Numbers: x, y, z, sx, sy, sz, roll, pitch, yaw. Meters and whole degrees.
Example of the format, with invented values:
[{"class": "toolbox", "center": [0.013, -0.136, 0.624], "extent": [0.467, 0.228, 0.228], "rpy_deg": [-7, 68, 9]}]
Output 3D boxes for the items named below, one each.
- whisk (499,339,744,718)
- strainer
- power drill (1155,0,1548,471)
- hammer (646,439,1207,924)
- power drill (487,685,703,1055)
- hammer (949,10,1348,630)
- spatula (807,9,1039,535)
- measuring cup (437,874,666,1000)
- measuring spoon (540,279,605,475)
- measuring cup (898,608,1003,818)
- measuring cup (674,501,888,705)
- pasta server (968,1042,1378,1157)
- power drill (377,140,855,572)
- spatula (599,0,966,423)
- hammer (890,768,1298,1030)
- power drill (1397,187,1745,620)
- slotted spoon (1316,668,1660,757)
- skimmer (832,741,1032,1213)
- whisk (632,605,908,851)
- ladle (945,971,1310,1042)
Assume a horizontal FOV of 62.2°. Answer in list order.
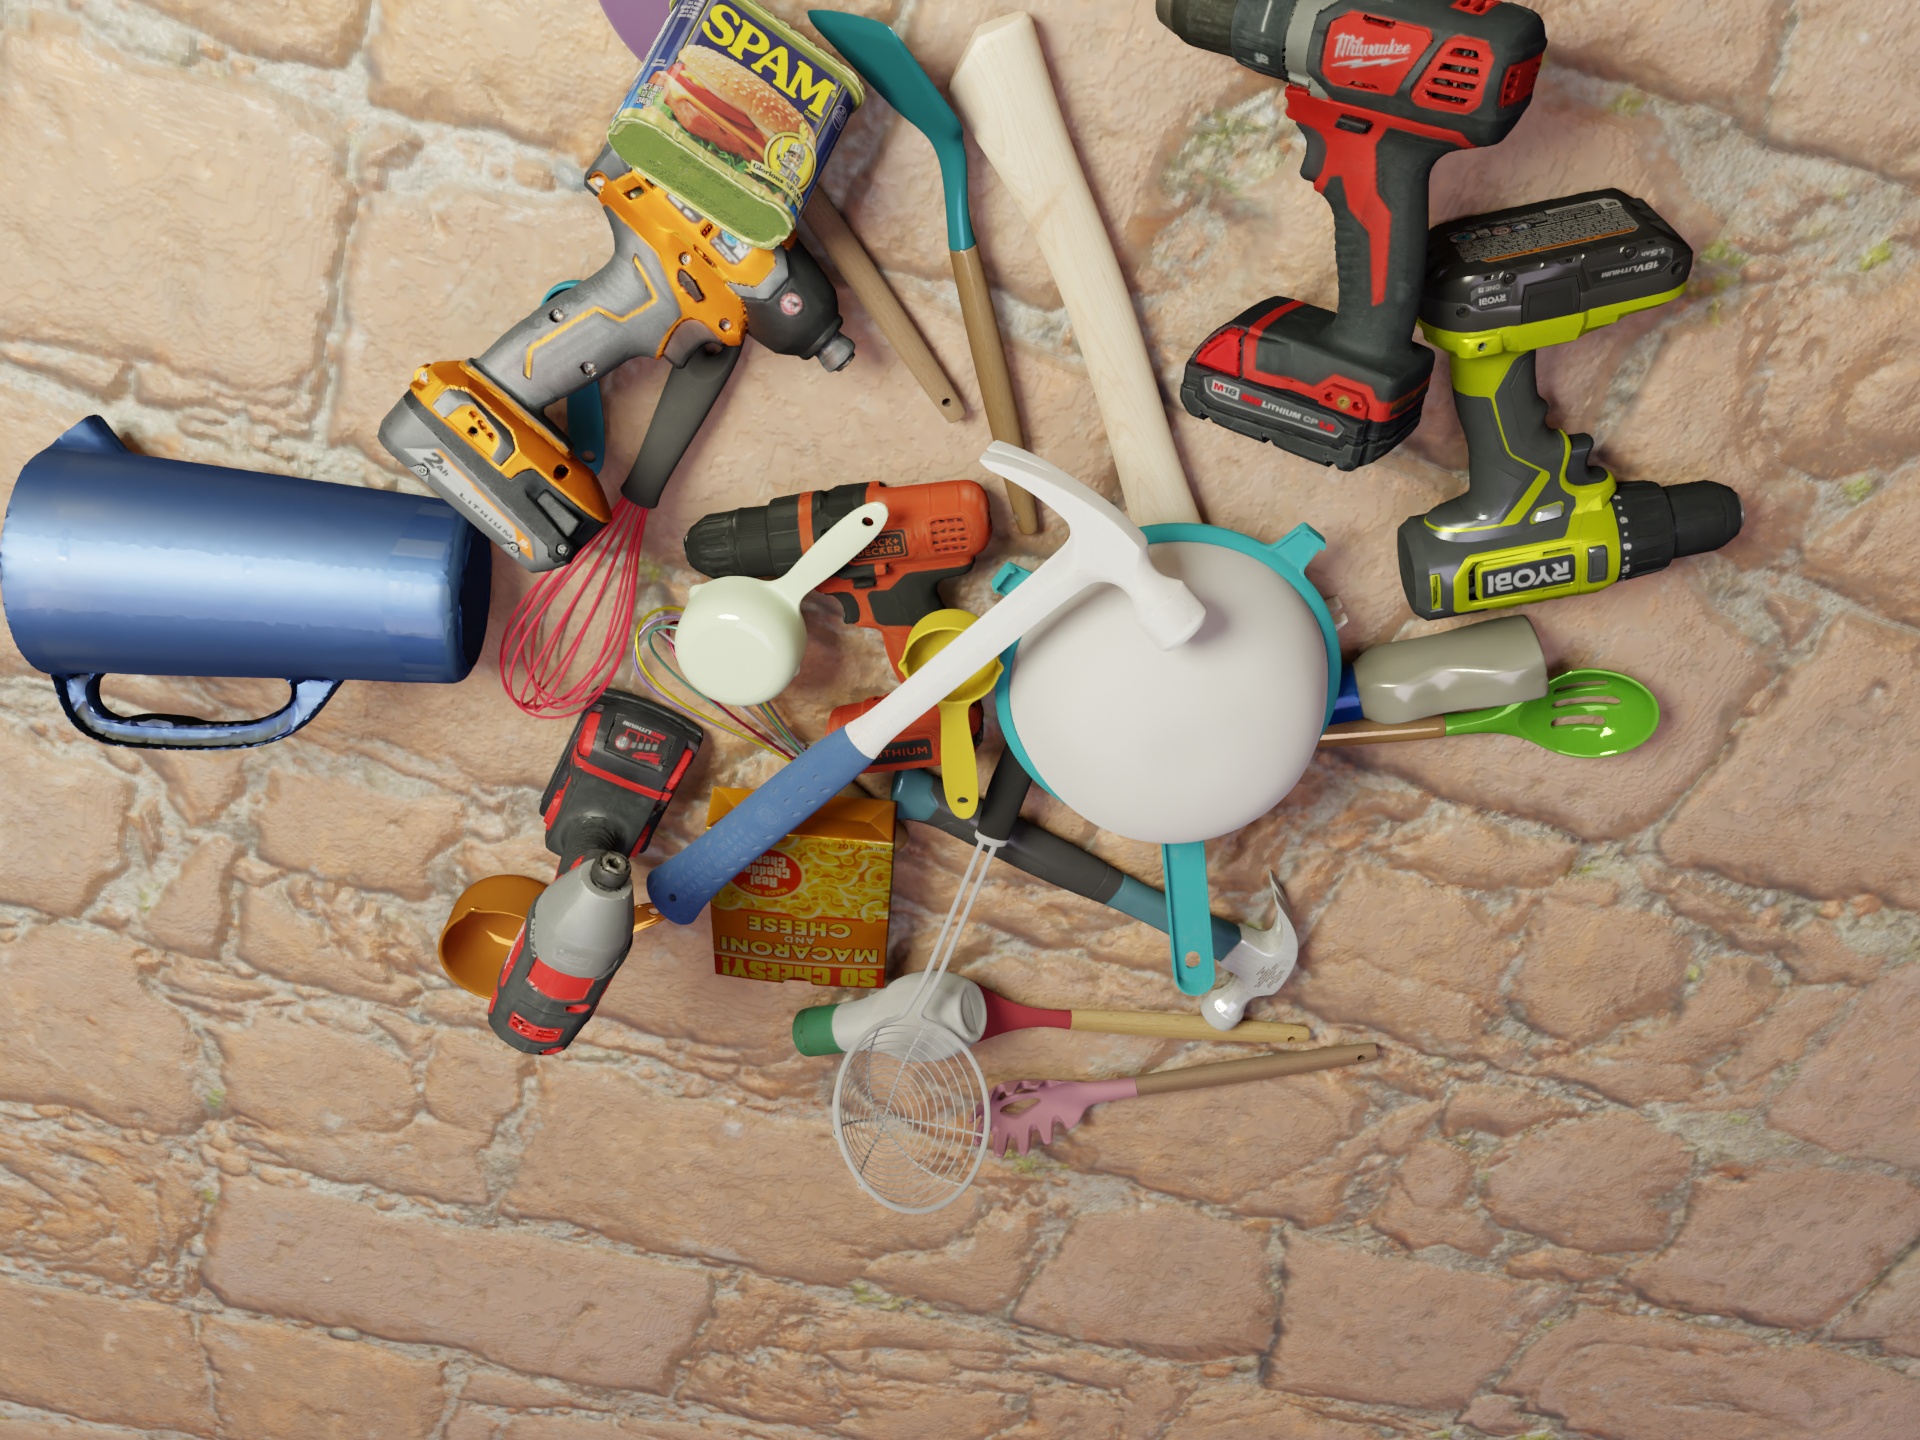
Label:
[{"class": "whisk", "center": [-0.199, -0.116, 0.940], "extent": [0.073, 0.073, 0.295], "rpy_deg": [25, 115, -16]}, {"class": "strainer", "center": [0.136, 0.053, 0.968], "extent": [0.211, 0.095, 0.340], "rpy_deg": [-7, 119, 4]}, {"class": "power drill", "center": [0.171, -0.259, 0.793], "extent": [0.188, 0.080, 0.226], "rpy_deg": [27, 132, 26]}, {"class": "hammer", "center": [-0.055, 0.002, 0.927], "extent": [0.405, 0.035, 0.144], "rpy_deg": [-38, 99, 30]}, {"class": "power drill", "center": [-0.223, 0.083, 0.976], "extent": [0.078, 0.220, 0.143], "rpy_deg": [23, 122, -15]}, {"class": "hammer", "center": [0.101, -0.191, 0.896], "extent": [0.146, 0.038, 0.410], "rpy_deg": [-18, 123, 11]}, {"class": "spatula", "center": [-0.003, -0.230, 0.863], "extent": [0.044, 0.082, 0.317], "rpy_deg": [-33, 130, -19]}, {"class": "measuring cup", "center": [-0.280, 0.140, 1.120], "extent": [0.173, 0.052, 0.095], "rpy_deg": [-16, 123, 9]}, {"class": "measuring spoon", "center": [-0.215, -0.196, 0.910], "extent": [0.042, 0.021, 0.128], "rpy_deg": [2, 134, -6]}, {"class": "measuring cup", "center": [-0.002, -0.003, 0.969], "extent": [0.062, 0.029, 0.156], "rpy_deg": [1, 132, 6]}, {"class": "measuring cup", "center": [-0.101, -0.067, 0.915], "extent": [0.083, 0.038, 0.167], "rpy_deg": [41, 123, -18]}, {"class": "pasta server", "center": [0.163, 0.282, 1.224], "extent": [0.316, 0.040, 0.060], "rpy_deg": [-10, 113, 6]}, {"class": "power drill", "center": [-0.174, -0.187, 0.839], "extent": [0.164, 0.084, 0.226], "rpy_deg": [42, 95, -19]}, {"class": "spatula", "center": [-0.088, -0.284, 0.843], "extent": [0.060, 0.018, 0.315], "rpy_deg": [-31, 118, 14]}, {"class": "hammer", "center": [0.094, 0.112, 1.109], "extent": [0.330, 0.033, 0.128], "rpy_deg": [27, 122, -17]}, {"class": "power drill", "center": [0.341, -0.168, 0.888], "extent": [0.190, 0.080, 0.228], "rpy_deg": [-10, 127, 8]}, {"class": "slotted spoon", "center": [0.288, 0.003, 1.036], "extent": [0.314, 0.031, 0.070], "rpy_deg": [-4, 125, 6]}, {"class": "skimmer", "center": [0.013, 0.143, 1.034], "extent": [0.127, 0.090, 0.363], "rpy_deg": [12, 106, -35]}, {"class": "whisk", "center": [-0.116, 0.009, 1.037], "extent": [0.051, 0.047, 0.244], "rpy_deg": [-26, 126, 31]}, {"class": "ladle", "center": [0.108, 0.226, 1.194], "extent": [0.315, 0.031, 0.069], "rpy_deg": [4, 123, -5]}]
